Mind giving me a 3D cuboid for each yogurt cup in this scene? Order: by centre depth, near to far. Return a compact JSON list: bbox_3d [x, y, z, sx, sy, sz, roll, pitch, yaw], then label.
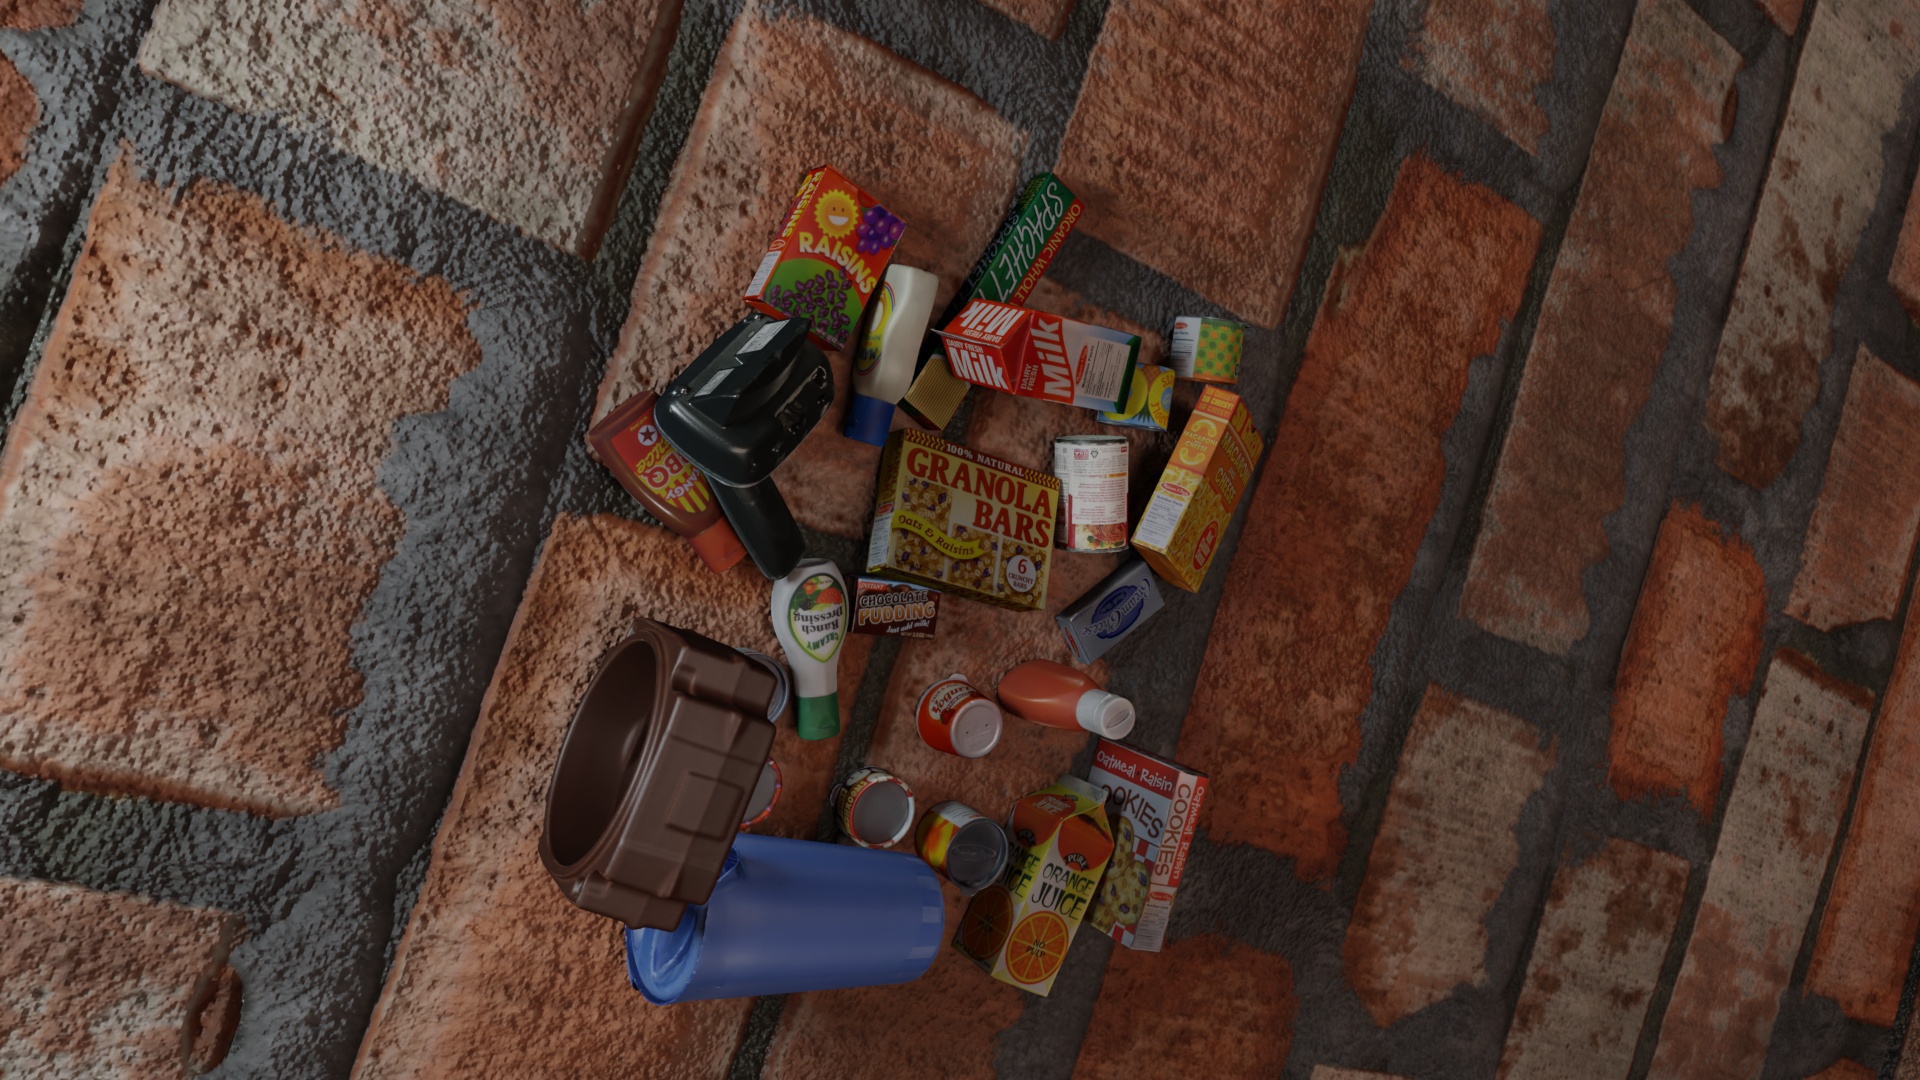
[{"bbox_3d":[0.002,0.161,1.233,0.072,0.054,0.072,-5,100,-30],"label":"yogurt cup"}]

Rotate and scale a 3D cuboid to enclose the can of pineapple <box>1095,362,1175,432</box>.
[{"bbox_3d":[0.163,-0.133,1.280,0.071,0.071,0.058,6,94,-31],"label":"can of pineapple"}]

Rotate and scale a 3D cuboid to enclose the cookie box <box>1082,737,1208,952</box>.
[{"bbox_3d":[0.158,0.281,1.301,0.040,0.123,0.167,18,87,-32],"label":"cookie box"}]

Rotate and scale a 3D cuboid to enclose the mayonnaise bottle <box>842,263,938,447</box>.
[{"bbox_3d":[-0.061,-0.153,1.150,0.041,0.065,0.148,14,93,-34],"label":"mayonnaise bottle"}]

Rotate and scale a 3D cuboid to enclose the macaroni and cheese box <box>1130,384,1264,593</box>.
[{"bbox_3d":[0.229,-0.046,1.316,0.166,0.040,0.123,-63,151,-8],"label":"macaroni and cheese box"}]

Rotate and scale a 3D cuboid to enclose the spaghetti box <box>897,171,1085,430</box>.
[{"bbox_3d":[0.026,-0.211,1.212,0.050,0.028,0.250,39,77,-30],"label":"spaghetti box"}]

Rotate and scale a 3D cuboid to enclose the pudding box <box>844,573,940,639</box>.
[{"bbox_3d":[-0.061,0.057,1.196,0.084,0.030,0.049,7,92,-31],"label":"pudding box"}]

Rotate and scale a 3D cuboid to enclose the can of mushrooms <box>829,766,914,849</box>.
[{"bbox_3d":[-0.077,0.232,1.208,0.071,0.033,0.071,-5,100,-30],"label":"can of mushrooms"}]

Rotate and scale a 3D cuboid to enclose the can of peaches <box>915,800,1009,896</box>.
[{"bbox_3d":[0.000,0.275,1.245,0.071,0.058,0.071,-5,100,-31],"label":"can of peaches"}]

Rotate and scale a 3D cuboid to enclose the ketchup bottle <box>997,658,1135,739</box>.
[{"bbox_3d":[0.096,0.142,1.231,0.065,0.149,0.043,-28,109,-25],"label":"ketchup bottle"}]

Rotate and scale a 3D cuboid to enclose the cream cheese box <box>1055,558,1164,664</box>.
[{"bbox_3d":[0.144,0.066,1.321,0.104,0.024,0.053,-36,113,-22],"label":"cream cheese box"}]

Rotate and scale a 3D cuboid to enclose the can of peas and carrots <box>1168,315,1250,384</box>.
[{"bbox_3d":[0.236,-0.180,1.318,0.071,0.071,0.058,5,95,-31],"label":"can of peas and carrots"}]

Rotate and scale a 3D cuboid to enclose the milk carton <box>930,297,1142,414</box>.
[{"bbox_3d":[0.064,-0.159,1.187,0.191,0.072,0.073,4,102,-46],"label":"milk carton"}]

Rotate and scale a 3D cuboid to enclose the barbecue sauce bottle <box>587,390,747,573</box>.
[{"bbox_3d":[-0.221,-0.041,1.079,0.065,0.043,0.148,-45,117,-25],"label":"barbecue sauce bottle"}]

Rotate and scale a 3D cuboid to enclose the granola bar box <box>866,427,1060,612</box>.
[{"bbox_3d":[0.004,-0.015,1.203,0.165,0.039,0.124,17,73,-32],"label":"granola bar box"}]

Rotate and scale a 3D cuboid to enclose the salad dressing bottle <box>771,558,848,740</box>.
[{"bbox_3d":[-0.123,0.091,1.155,0.064,0.044,0.147,-9,101,-31],"label":"salad dressing bottle"}]

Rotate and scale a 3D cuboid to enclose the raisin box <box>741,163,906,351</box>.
[{"bbox_3d":[-0.109,-0.227,1.123,0.086,0.040,0.123,31,80,-29],"label":"raisin box"}]

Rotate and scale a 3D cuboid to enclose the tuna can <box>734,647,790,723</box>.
[{"bbox_3d":[-0.177,0.124,1.134,0.071,0.033,0.071,-5,99,-30],"label":"tuna can"}]

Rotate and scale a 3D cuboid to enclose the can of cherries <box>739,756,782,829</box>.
[{"bbox_3d":[-0.183,0.192,1.124,0.072,0.058,0.071,-5,100,-30],"label":"can of cherries"}]

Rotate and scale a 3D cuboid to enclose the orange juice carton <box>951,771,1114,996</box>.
[{"bbox_3d":[0.075,0.311,1.286,0.073,0.072,0.193,30,81,-31],"label":"orange juice carton"}]
